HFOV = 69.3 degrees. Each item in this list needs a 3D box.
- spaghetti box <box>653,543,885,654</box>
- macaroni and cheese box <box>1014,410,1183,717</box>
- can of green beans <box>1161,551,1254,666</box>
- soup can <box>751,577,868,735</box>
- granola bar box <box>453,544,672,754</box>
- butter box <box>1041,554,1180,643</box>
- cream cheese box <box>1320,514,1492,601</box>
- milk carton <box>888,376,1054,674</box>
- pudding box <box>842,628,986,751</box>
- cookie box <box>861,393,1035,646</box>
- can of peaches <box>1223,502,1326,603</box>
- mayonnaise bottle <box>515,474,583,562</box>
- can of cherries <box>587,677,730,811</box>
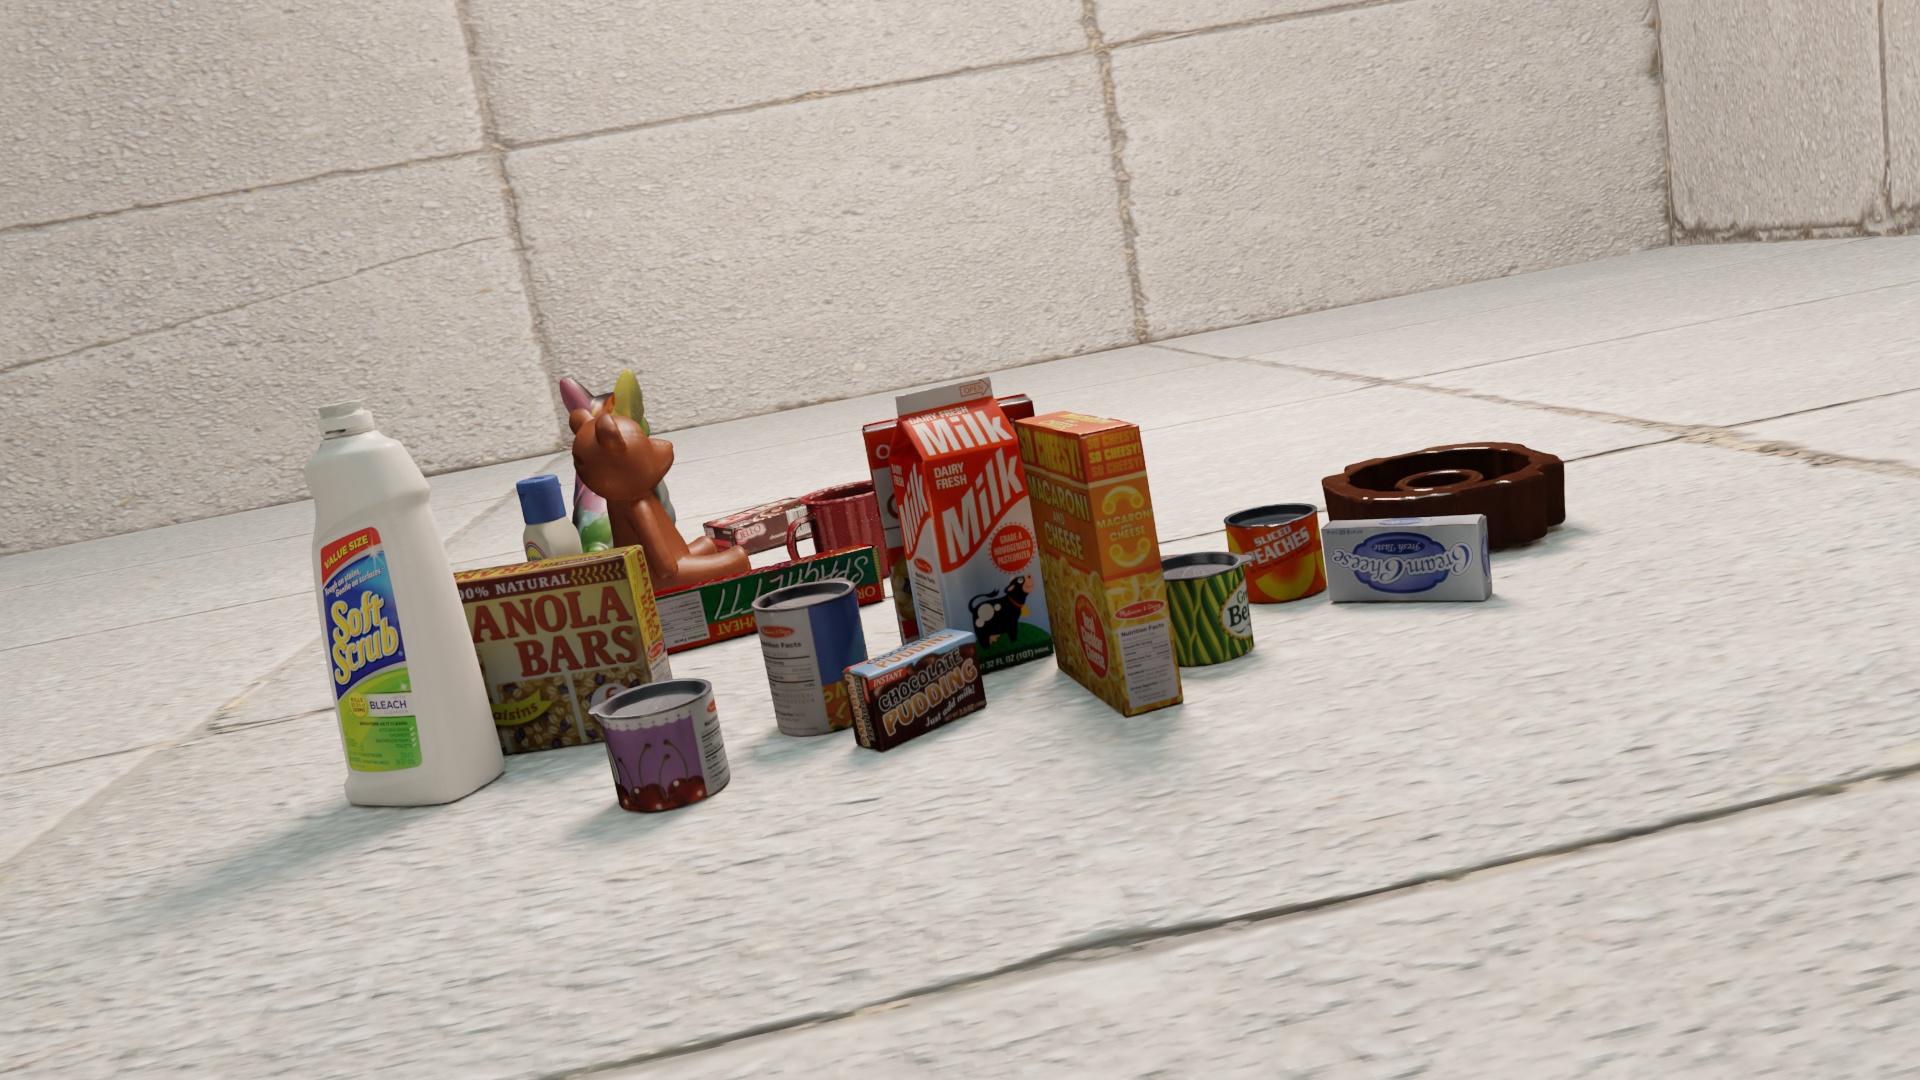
[{"bbox_3d":[-0.186,0.053,1.145,0.251,0.050,0.029,-14,12,-17],"label":"spaghetti box"},{"bbox_3d":[0.082,0.009,0.840,0.040,0.166,0.124,-13,11,-13],"label":"macaroni and cheese box"},{"bbox_3d":[0.151,0.043,0.885,0.071,0.057,0.071,-10,11,2],"label":"can of green beans"},{"bbox_3d":[-0.090,0.073,0.883,0.071,0.083,0.071,-10,11,2],"label":"soup can"},{"bbox_3d":[-0.284,0.077,0.931,0.165,0.124,0.039,-9,11,7],"label":"granola bar box"},{"bbox_3d":[0.104,0.040,0.950,0.103,0.053,0.024,-5,12,24],"label":"butter box"},{"bbox_3d":[0.295,0.013,0.919,0.103,0.053,0.024,-3,13,33],"label":"cream cheese box"},{"bbox_3d":[0.004,-0.011,0.940,0.072,0.190,0.073,-14,12,-20],"label":"milk carton"},{"bbox_3d":[-0.027,0.089,0.838,0.084,0.049,0.030,-19,14,-37],"label":"pudding box"},{"bbox_3d":[0.004,-0.013,1.008,0.123,0.167,0.040,-11,11,-6],"label":"cookie box"},{"bbox_3d":[0.224,0.009,0.986,0.071,0.058,0.071,-10,11,2],"label":"can of peaches"},{"bbox_3d":[-0.358,0.017,1.224,0.041,0.147,0.064,-20,15,-41],"label":"mayonnaise bottle"},{"bbox_3d":[-0.173,0.117,0.801,0.071,0.058,0.071,-10,11,2],"label":"can of cherries"}]
